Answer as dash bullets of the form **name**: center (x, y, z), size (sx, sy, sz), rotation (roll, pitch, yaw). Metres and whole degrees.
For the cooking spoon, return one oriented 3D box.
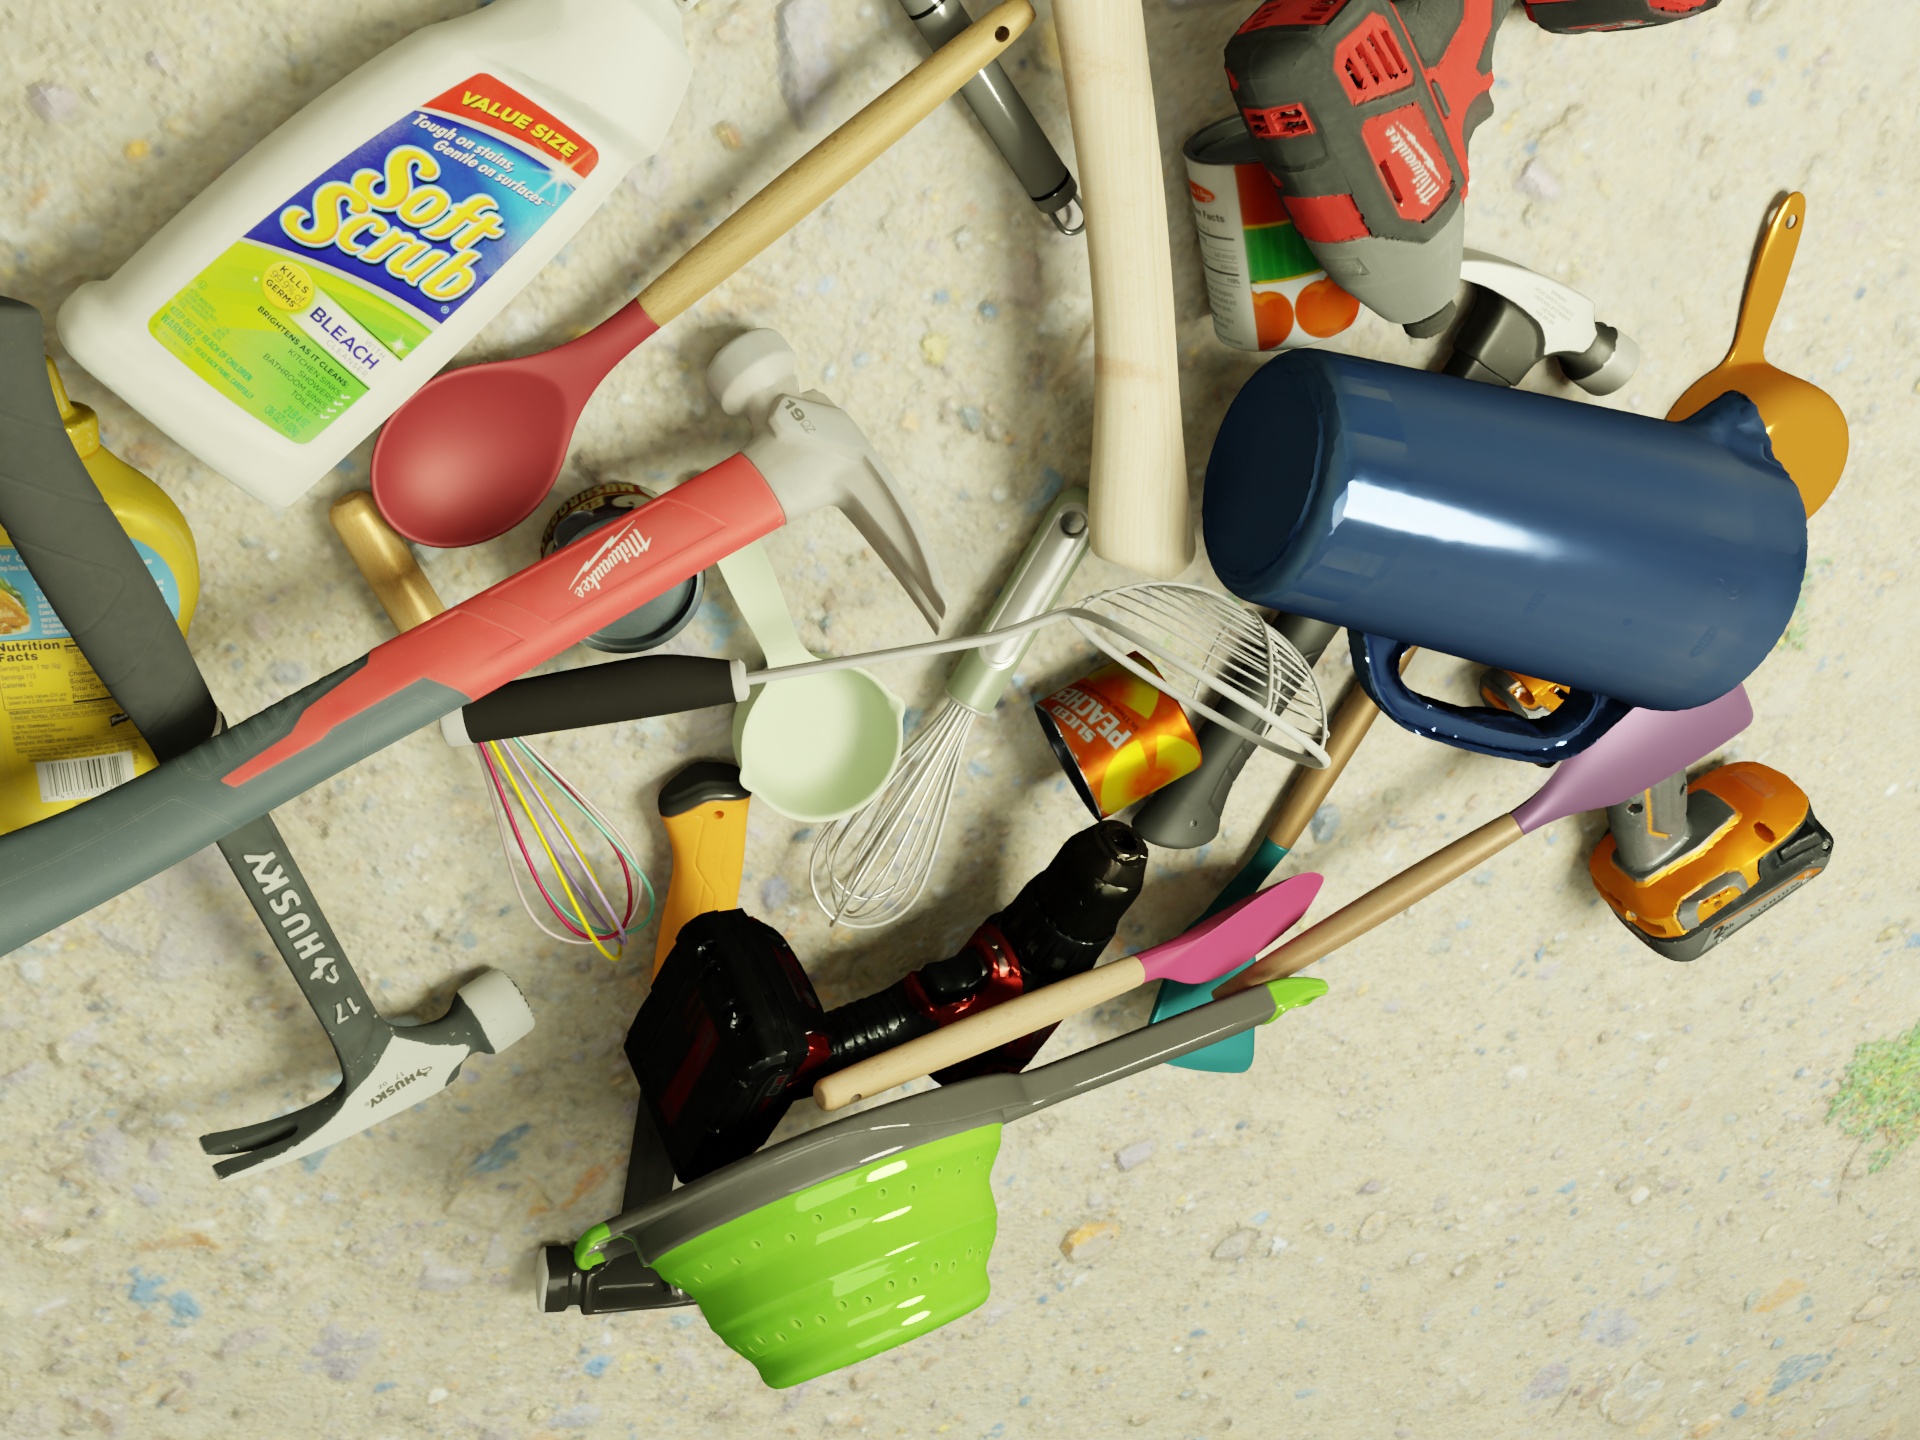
- **cooking spoon**: center (0.065, 0.127, 0.764), size (0.319, 0.017, 0.068), rotation (-15, 140, -36)

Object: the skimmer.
- **skimmer**: center (-0.028, 0.003, 0.667), size (0.363, 0.127, 0.090), rotation (-9, 94, -5)

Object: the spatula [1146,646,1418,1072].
- **spatula**: center (0.191, 0.050, 0.854), size (0.082, 0.044, 0.317), rotation (16, 111, -30)

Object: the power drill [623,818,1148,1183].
- **power drill**: center (-0.025, 0.124, 0.752), size (0.226, 0.080, 0.187), rotation (-5, 140, -38)

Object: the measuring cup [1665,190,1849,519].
- **measuring cup**: center (0.410, -0.171, 0.797), size (0.095, 0.052, 0.173), rotation (-9, 123, -15)

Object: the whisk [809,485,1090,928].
- **whisk**: center (-0.001, -0.002, 0.756), size (0.058, 0.059, 0.246), rotation (30, 103, -2)

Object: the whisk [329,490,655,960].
- **whisk**: center (-0.200, 0.011, 0.689), size (0.051, 0.047, 0.244), rotation (-8, 122, 25)

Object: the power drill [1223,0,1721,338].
- **power drill**: center (0.203, -0.261, 0.614), size (0.220, 0.079, 0.143), rotation (-49, 125, -14)

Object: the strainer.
- **strainer**: center (-0.020, -0.278, 0.593), size (0.087, 0.050, 0.258), rotation (-38, 130, 7)

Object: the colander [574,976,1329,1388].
- **colander**: center (0.022, 0.223, 0.763), size (0.397, 0.095, 0.204), rotation (-16, 161, -20)

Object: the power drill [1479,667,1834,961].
- **power drill**: center (0.403, 0.013, 0.887), size (0.164, 0.084, 0.226), rotation (-36, 120, 3)

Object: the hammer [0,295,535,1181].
- **hammer**: center (-0.295, 0.025, 0.617), size (0.149, 0.036, 0.408), rotation (-33, 134, -25)

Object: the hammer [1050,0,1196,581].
- **hammer**: center (0.062, -0.241, 0.597), size (0.146, 0.038, 0.410), rotation (-31, 129, -26)

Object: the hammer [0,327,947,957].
- **hammer**: center (-0.191, -0.004, 0.585), size (0.386, 0.143, 0.038), rotation (-32, 167, -17)

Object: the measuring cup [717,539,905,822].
- **measuring cup**: center (-0.084, -0.034, 0.717), size (0.083, 0.038, 0.167), rotation (-27, 111, -13)

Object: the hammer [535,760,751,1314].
- **hammer**: center (-0.139, 0.172, 0.813), size (0.127, 0.034, 0.336), rotation (3, 118, -20)

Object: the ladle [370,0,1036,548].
- **ladle**: center (-0.101, -0.174, 0.613), size (0.315, 0.031, 0.069), rotation (-36, 131, 10)

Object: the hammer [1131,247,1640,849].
- **hammer**: center (0.184, -0.074, 0.785), size (0.146, 0.035, 0.334), rotation (22, 110, -29)

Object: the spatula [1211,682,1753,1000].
- **spatula**: center (0.268, 0.066, 0.835), size (0.316, 0.018, 0.059), rotation (-33, 119, 9)
